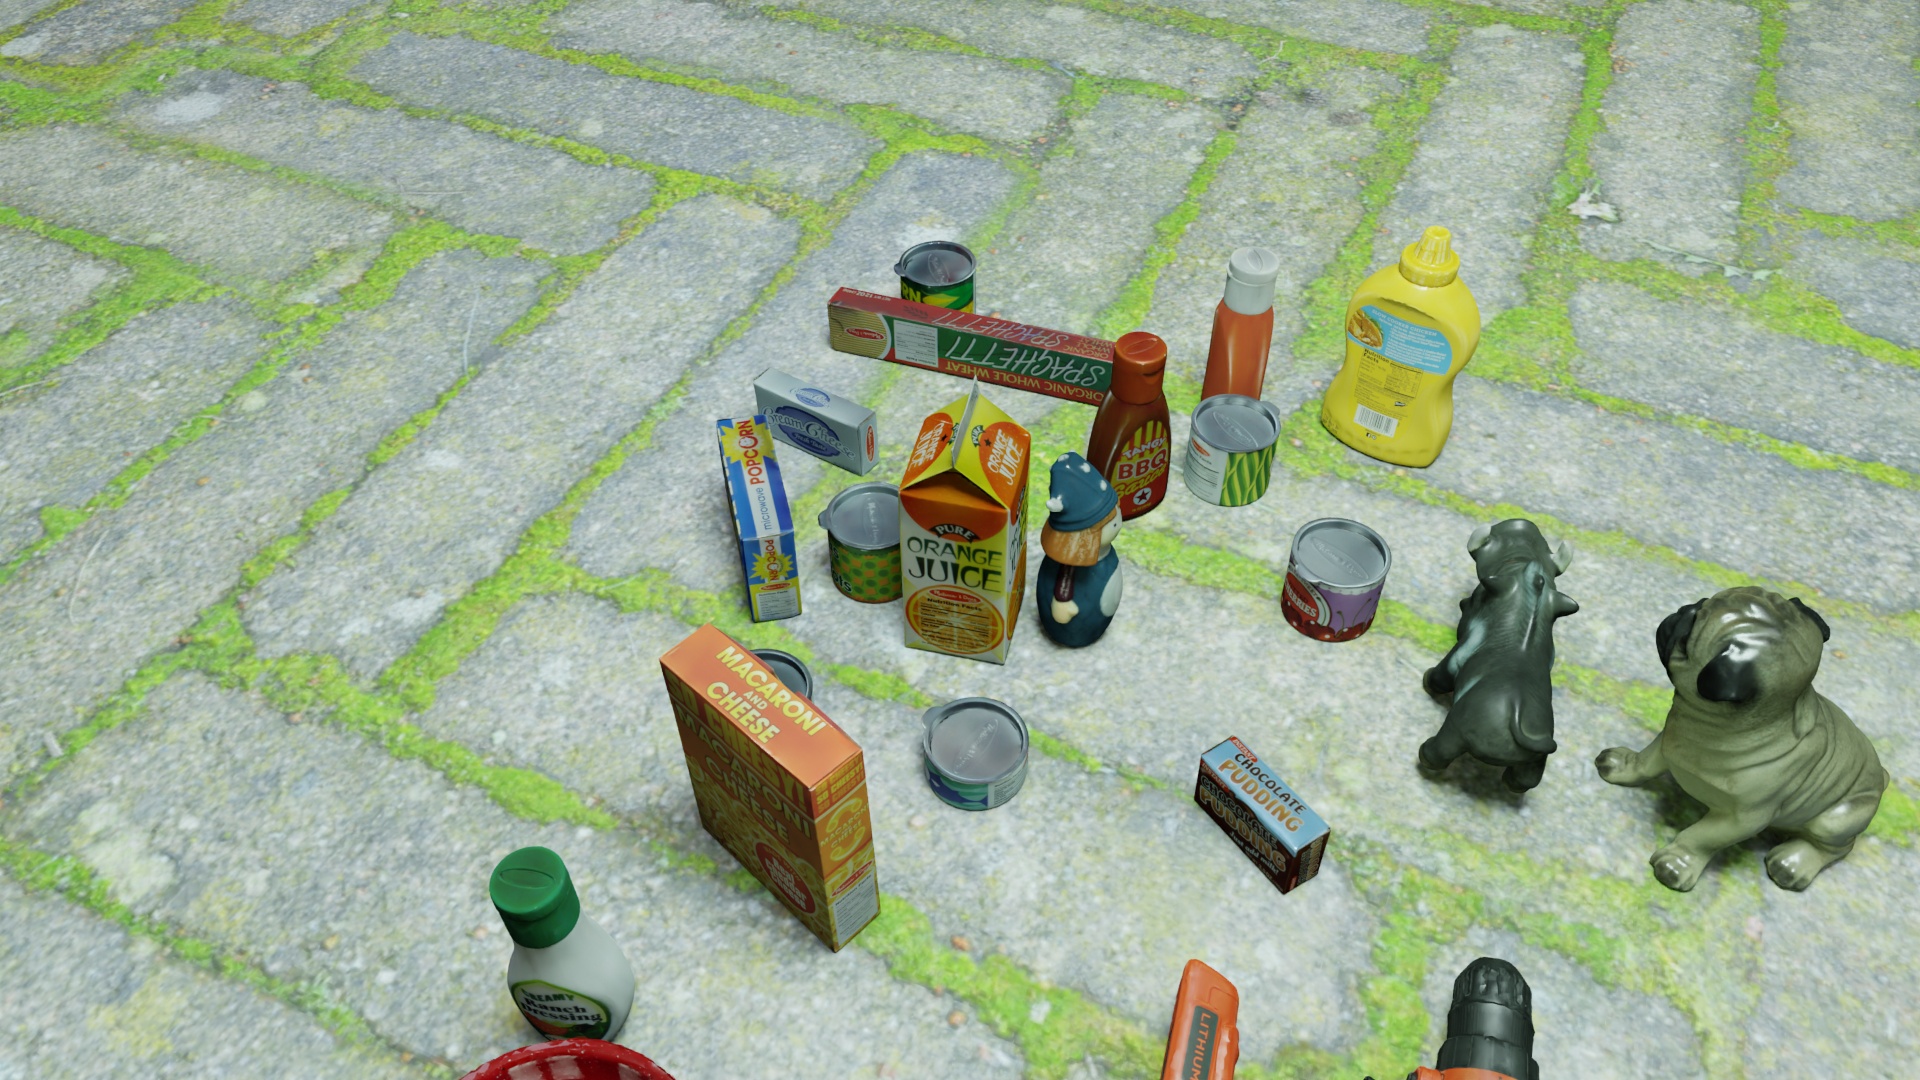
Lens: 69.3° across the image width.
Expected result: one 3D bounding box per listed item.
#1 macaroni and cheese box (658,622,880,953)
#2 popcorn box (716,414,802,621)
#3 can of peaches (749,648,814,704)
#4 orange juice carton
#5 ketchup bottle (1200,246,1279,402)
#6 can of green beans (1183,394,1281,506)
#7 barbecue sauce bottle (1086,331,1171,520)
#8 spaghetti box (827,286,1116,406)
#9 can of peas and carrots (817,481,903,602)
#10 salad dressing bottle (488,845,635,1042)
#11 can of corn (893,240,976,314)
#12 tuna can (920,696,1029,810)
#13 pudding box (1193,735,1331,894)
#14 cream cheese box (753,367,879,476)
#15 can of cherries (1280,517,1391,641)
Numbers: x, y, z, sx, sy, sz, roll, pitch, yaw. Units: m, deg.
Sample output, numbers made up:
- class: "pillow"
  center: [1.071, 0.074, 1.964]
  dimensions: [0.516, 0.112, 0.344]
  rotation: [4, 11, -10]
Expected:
- class: "macaroni and cheese box"
  center: [-0.103, 0.139, 0.773]
  dimensions: [0.124, 0.165, 0.040]
  rotation: [34, 55, 29]
- class: "popcorn box"
  center: [-0.142, -0.017, 0.982]
  dimensions: [0.038, 0.084, 0.127]
  rotation: [-11, 46, -10]
- class: "can of peaches"
  center: [-0.126, 0.112, 0.874]
  dimensions: [0.071, 0.057, 0.071]
  rotation: [0, 46, 0]
- class: "orange juice carton"
  center: [0.003, -0.011, 0.901]
  dimensions: [0.073, 0.191, 0.072]
  rotation: [9, 46, 9]
- class: "ketchup bottle"
  center: [0.216, -0.155, 1.071]
  dimensions: [0.043, 0.148, 0.065]
  rotation: [-4, 46, -4]
- class: "can of green beans"
  center: [0.204, -0.068, 1.049]
  dimensions: [0.071, 0.057, 0.071]
  rotation: [0, 46, 0]
- class: "barbecue sauce bottle"
  center: [0.123, -0.082, 1.000]
  dimensions: [0.065, 0.147, 0.044]
  rotation: [-21, 49, -19]
- class: "spaghetti box"
  center: [0.011, -0.160, 1.146]
  dimensions: [0.250, 0.049, 0.029]
  rotation: [14, 47, 13]
- class: "can of peas and carrots"
  center: [-0.063, 0.002, 0.981]
  dimensions: [0.071, 0.058, 0.071]
  rotation: [0, 46, 0]
- class: "salad dressing bottle"
  center: [-0.207, 0.211, 0.715]
  dimensions: [0.064, 0.146, 0.044]
  rotation: [7, 46, 7]
- class: "can of corn"
  center: [-0.021, -0.215, 1.194]
  dimensions: [0.071, 0.058, 0.071]
  rotation: [0, 46, 0]
- class: "tuna can"
  center: [0.007, 0.133, 0.871]
  dimensions: [0.071, 0.032, 0.071]
  rotation: [0, 46, 0]
- class: "pudding box"
  center: [0.179, 0.163, 0.829]
  dimensions: [0.030, 0.049, 0.084]
  rotation: [-26, 51, -23]
- class: "cream cheese box"
  center: [-0.112, -0.092, 1.078]
  dimensions: [0.104, 0.053, 0.024]
  rotation: [25, 51, 23]
- class: "can of cherries"
  center: [0.255, 0.028, 0.955]
  dimensions: [0.071, 0.058, 0.072]
  rotation: [0, 46, 0]
